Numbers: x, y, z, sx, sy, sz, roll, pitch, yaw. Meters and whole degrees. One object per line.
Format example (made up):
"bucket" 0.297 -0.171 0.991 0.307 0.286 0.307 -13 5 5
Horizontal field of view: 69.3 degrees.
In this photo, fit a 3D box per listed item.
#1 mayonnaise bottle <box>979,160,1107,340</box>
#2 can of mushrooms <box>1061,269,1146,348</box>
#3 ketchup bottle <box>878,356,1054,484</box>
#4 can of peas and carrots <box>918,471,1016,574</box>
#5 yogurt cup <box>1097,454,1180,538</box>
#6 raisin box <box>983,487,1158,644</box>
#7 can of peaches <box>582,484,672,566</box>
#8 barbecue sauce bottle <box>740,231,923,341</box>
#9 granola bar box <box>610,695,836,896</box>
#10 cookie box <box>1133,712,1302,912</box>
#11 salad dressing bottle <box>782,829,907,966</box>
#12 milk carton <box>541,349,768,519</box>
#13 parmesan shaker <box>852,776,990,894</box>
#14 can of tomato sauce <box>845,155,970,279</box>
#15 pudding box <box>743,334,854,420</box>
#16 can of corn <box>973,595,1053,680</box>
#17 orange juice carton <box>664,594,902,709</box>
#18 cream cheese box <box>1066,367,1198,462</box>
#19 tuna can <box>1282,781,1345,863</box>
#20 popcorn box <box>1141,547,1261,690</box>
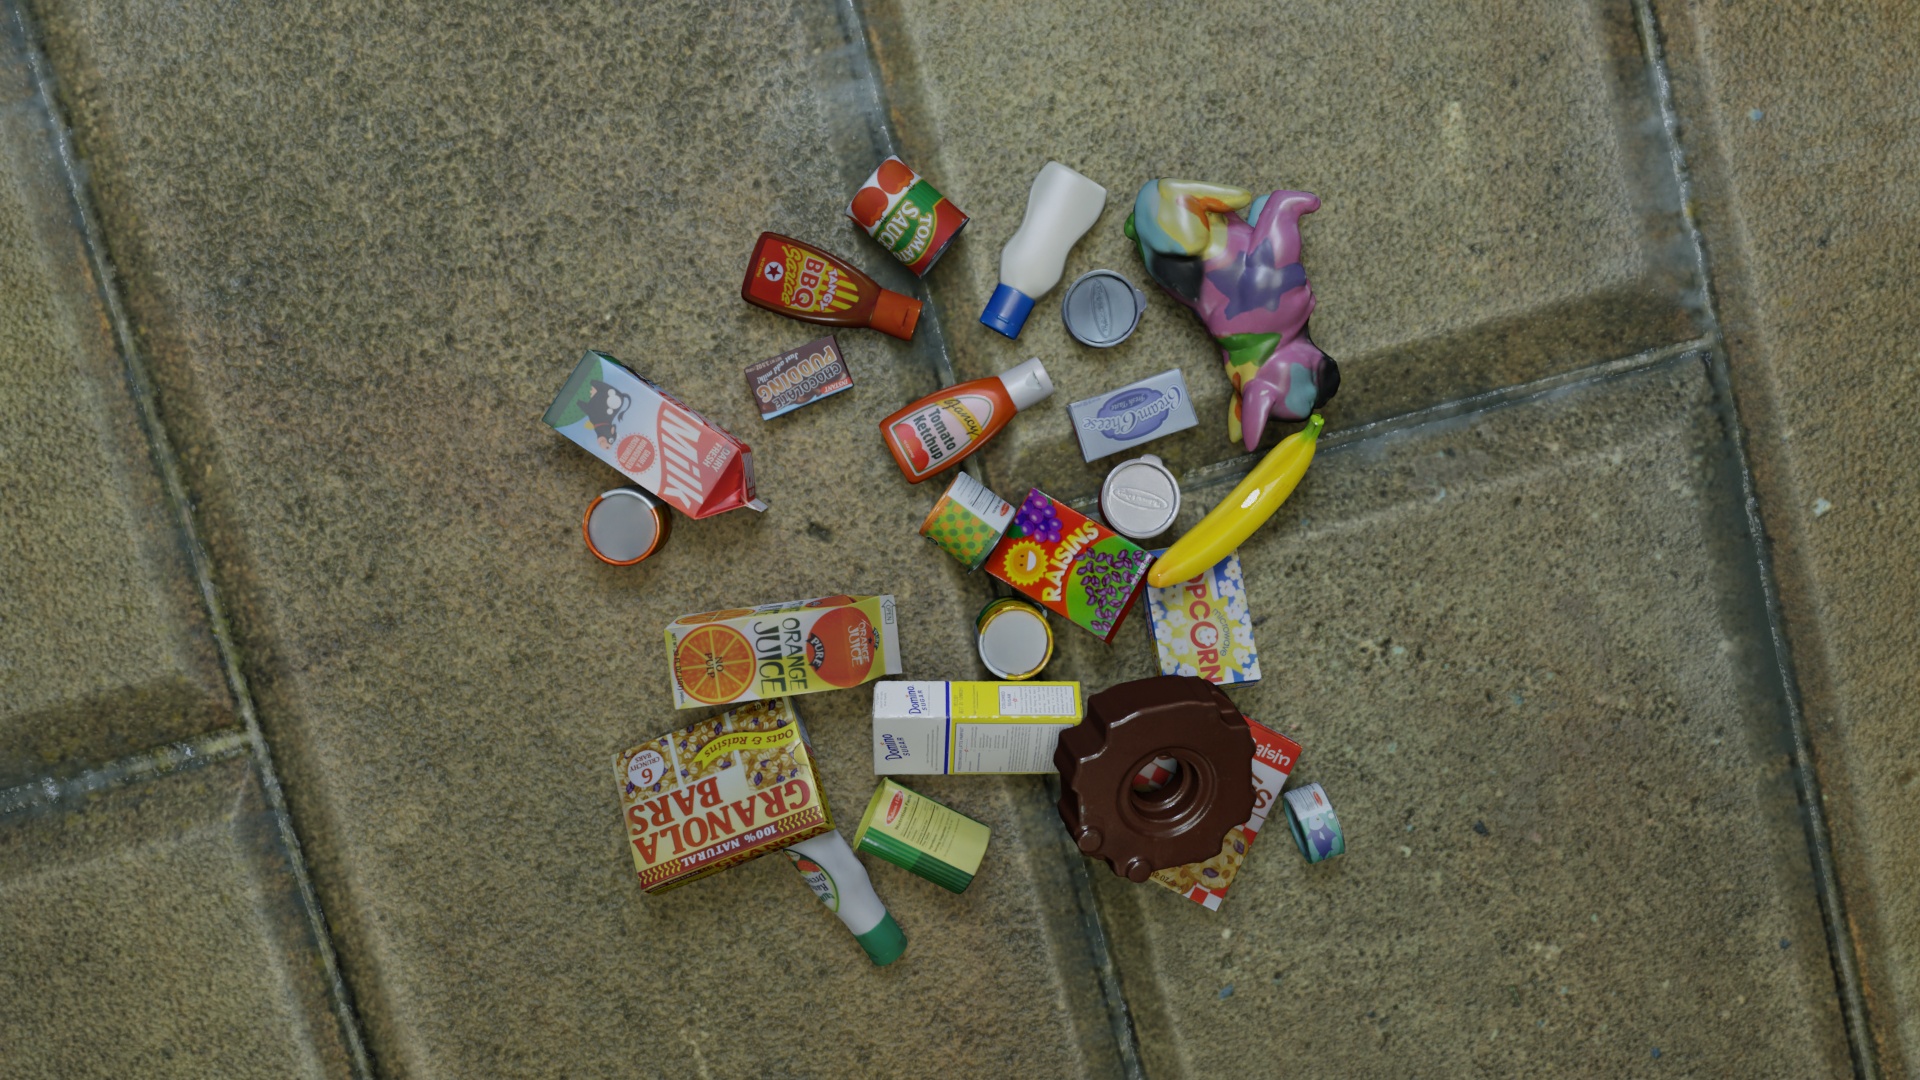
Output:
"mayonnaise bottle" 0.066 -0.245 1.186 0.065 0.041 0.148 28 95 -3
"can of mushrooms" 0.123 -0.199 1.196 0.071 0.033 0.071 0 95 -2
"ketchup bottle" 0.008 -0.108 1.195 0.149 0.043 0.064 -28 96 0
"can of peas and carrots" 0.004 -0.015 1.192 0.059 0.071 0.071 35 93 -4
"yogurt cup" 0.150 -0.034 1.198 0.072 0.054 0.072 0 87 -7
"raisin box" 0.095 0.021 1.190 0.123 0.040 0.086 30 89 17
"can of peaches" -0.284 -0.011 1.184 0.071 0.058 0.071 0 95 -3
"barbecue sauce bottle" -0.107 -0.210 1.181 0.148 0.044 0.065 19 94 -4
"granola bar box" -0.205 0.216 1.189 0.166 0.039 0.124 -21 65 0
"cookie box" 0.209 0.226 1.234 0.123 0.040 0.167 27 94 -4
"salad dressing bottle" -0.101 0.308 1.222 0.044 0.064 0.147 -43 105 -35
"milk carton" -0.245 -0.078 1.172 0.190 0.072 0.073 34 93 -5
"parmesan shaker" -0.035 0.261 1.213 0.103 0.071 0.071 27 94 -5
"can of tomato sauce" -0.045 -0.271 1.164 0.083 0.071 0.071 40 93 -5
"pudding box" -0.138 -0.139 1.192 0.084 0.030 0.049 -21 97 0
"can of corn" 0.048 0.083 1.205 0.071 0.058 0.071 0 95 -2
"orange juice carton" -0.149 0.092 1.191 0.193 0.073 0.071 -7 96 -2
"cream cheese box" 0.149 -0.109 1.209 0.104 0.024 0.053 -19 96 0
"tuna can" 0.313 0.252 1.228 0.033 0.071 0.071 -19 96 1
"popcorn box" 0.205 0.067 1.202 0.085 0.038 0.127 -7 77 -3
